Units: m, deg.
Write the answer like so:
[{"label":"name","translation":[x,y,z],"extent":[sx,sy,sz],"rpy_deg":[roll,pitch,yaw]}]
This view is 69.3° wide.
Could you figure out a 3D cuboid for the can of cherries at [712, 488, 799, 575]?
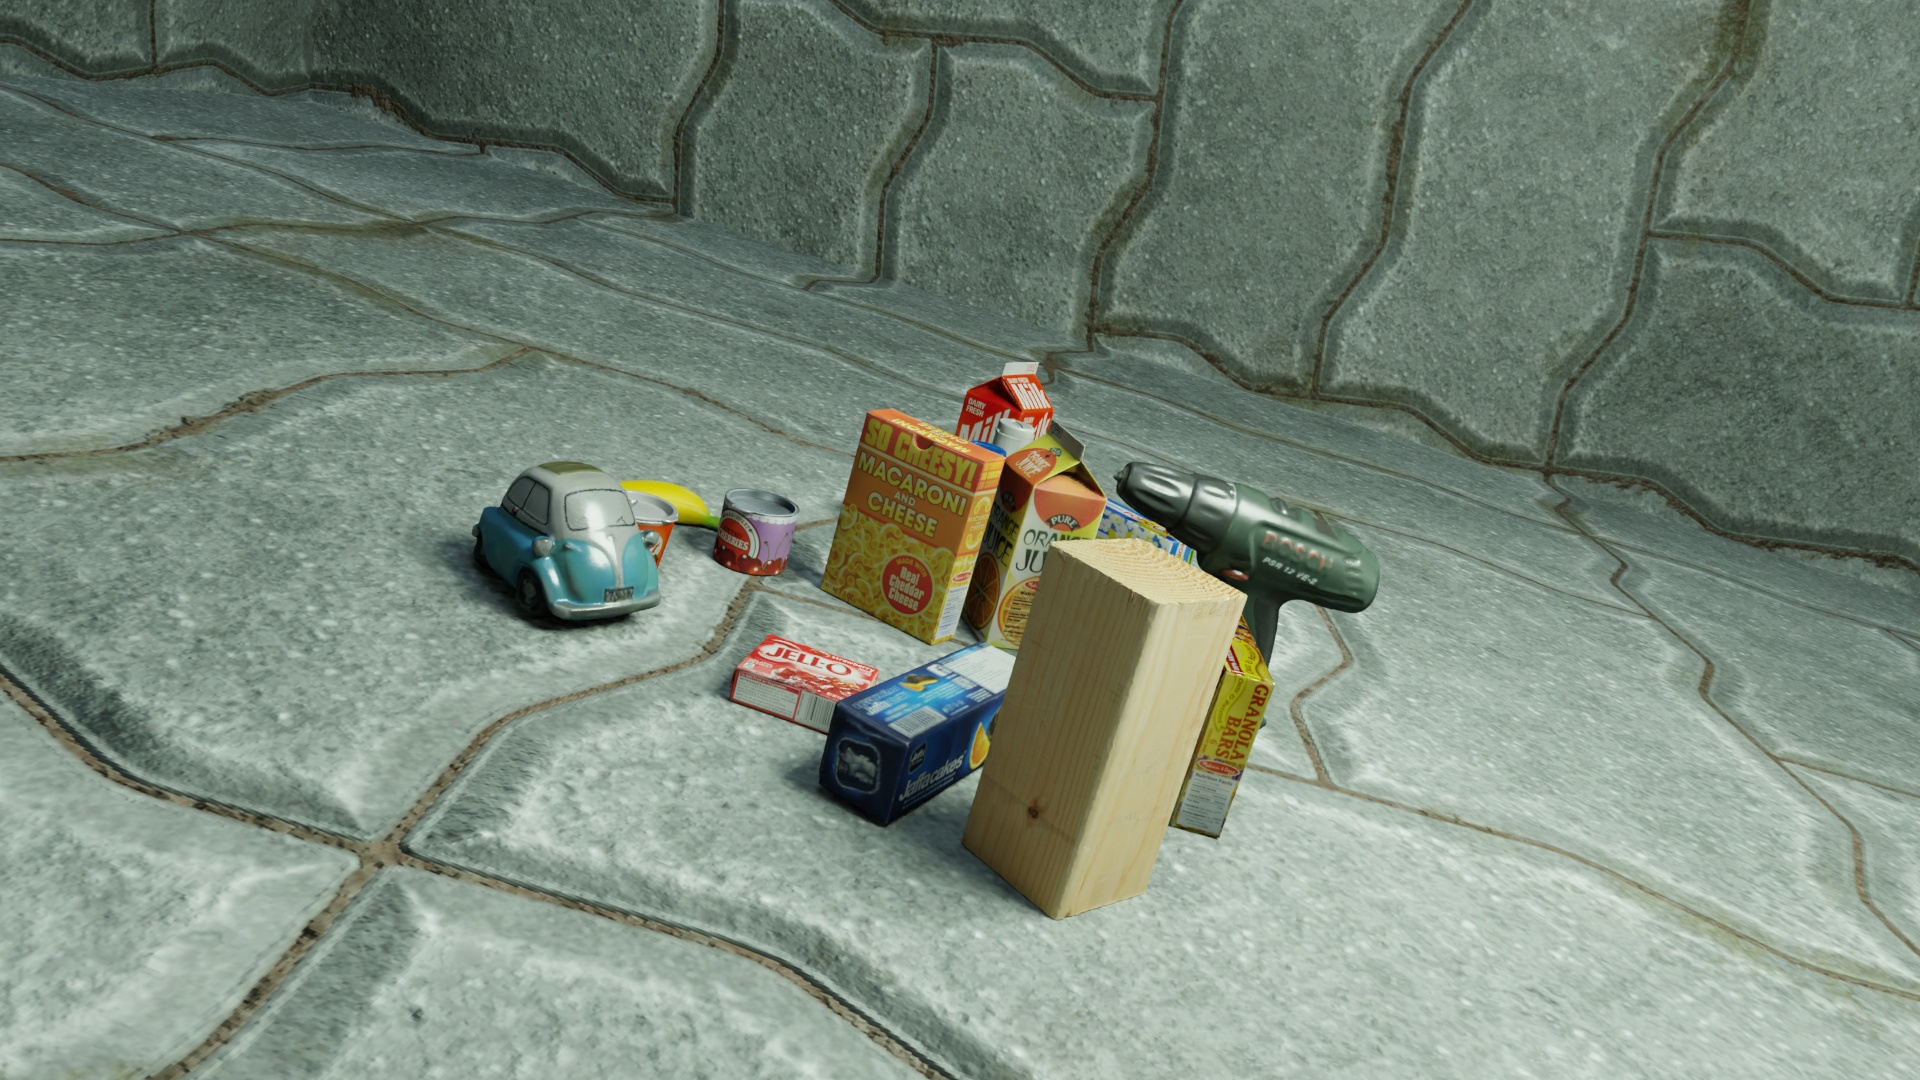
[{"label":"can of cherries","translation":[-0.182,-0.007,1.218],"extent":[0.071,0.058,0.072],"rpy_deg":[15,17,-4]}]

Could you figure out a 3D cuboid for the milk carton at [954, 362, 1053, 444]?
[{"label":"milk carton","translation":[0.039,-0.098,1.470],"extent":[0.073,0.189,0.072],"rpy_deg":[25,19,26]}]

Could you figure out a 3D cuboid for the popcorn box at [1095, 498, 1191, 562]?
[{"label":"popcorn box","translation":[0.165,0.014,1.411],"extent":[0.127,0.085,0.038],"rpy_deg":[29,21,37]}]

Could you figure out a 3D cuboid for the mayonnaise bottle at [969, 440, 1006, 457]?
[{"label":"mayonnaise bottle","translation":[0.004,-0.016,1.257],"extent":[0.065,0.147,0.041],"rpy_deg":[18,17,7]}]

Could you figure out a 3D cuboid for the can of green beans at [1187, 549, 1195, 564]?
[{"label":"can of green beans","translation":[0.210,0.022,1.471],"extent":[0.071,0.057,0.071],"rpy_deg":[15,17,-4]}]

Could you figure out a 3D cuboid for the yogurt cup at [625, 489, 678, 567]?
[{"label":"yogurt cup","translation":[-0.271,-0.006,1.143],"extent":[0.072,0.053,0.072],"rpy_deg":[15,17,-4]}]

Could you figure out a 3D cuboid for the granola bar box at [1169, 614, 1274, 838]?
[{"label":"granola bar box","translation":[0.180,0.122,1.026],"extent":[0.039,0.123,0.166],"rpy_deg":[15,17,-3]}]

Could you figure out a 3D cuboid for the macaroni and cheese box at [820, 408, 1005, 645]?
[{"label":"macaroni and cheese box","translation":[-0.042,-0.013,1.176],"extent":[0.124,0.165,0.040],"rpy_deg":[25,19,26]}]

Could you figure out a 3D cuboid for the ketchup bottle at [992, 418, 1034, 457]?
[{"label":"ketchup bottle","translation":[0.035,-0.046,1.376],"extent":[0.043,0.148,0.065],"rpy_deg":[11,18,-16]}]

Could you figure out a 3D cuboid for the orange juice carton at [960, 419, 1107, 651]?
[{"label":"orange juice carton","translation":[0.067,-0.004,1.201],"extent":[0.073,0.192,0.072],"rpy_deg":[9,18,-23]}]
